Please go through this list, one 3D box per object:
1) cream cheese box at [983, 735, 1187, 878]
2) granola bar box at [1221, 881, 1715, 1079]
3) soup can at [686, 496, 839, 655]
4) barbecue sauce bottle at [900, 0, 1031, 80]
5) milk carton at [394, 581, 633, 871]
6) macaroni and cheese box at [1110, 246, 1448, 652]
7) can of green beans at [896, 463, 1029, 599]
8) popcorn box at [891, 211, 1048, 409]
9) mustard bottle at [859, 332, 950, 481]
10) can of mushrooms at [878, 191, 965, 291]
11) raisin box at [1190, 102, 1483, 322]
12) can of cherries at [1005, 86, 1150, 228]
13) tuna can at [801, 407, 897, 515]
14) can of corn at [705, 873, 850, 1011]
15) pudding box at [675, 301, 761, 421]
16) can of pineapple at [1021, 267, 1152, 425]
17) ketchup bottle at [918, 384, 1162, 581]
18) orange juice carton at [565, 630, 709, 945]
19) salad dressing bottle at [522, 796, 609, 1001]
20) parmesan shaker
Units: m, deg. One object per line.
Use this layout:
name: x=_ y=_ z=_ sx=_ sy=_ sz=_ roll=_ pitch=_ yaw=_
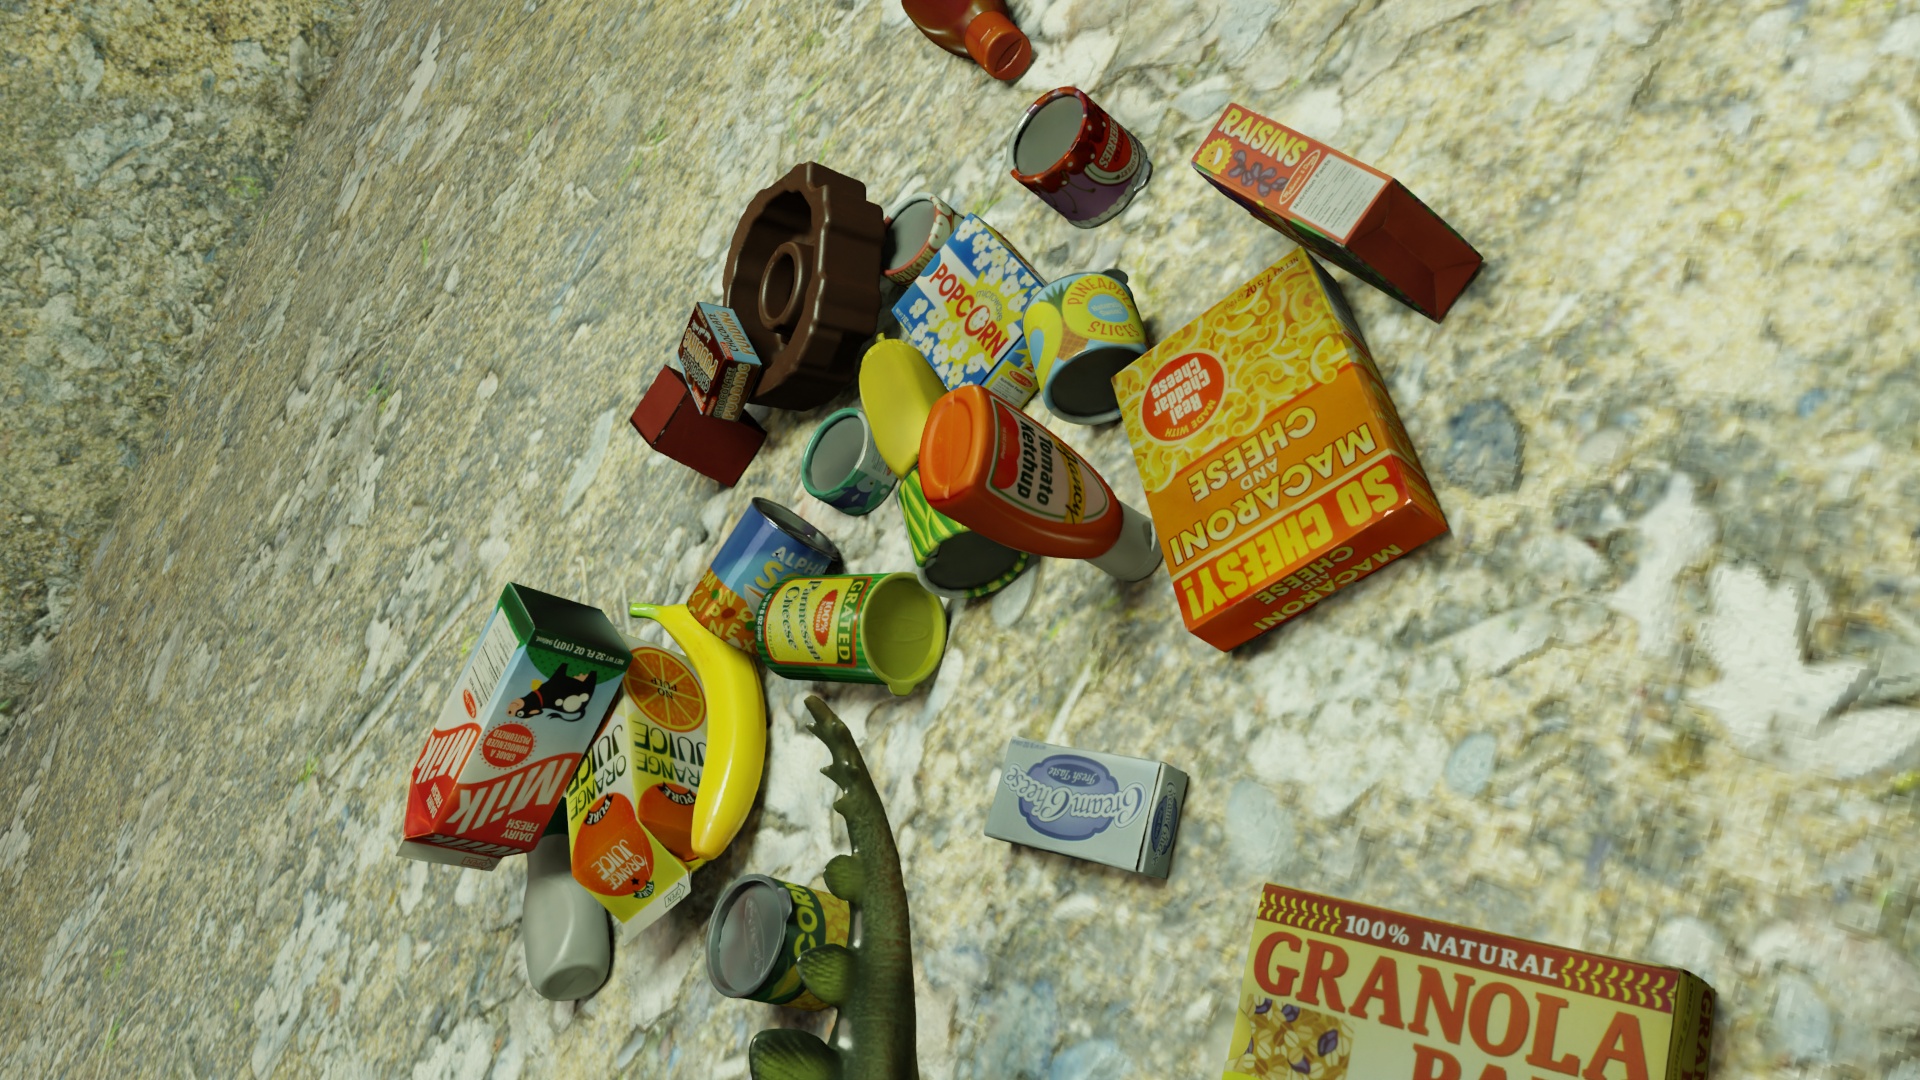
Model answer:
cream cheese box: x=0.060 y=0.130 z=0.686 sx=0.103 sy=0.024 sz=0.053 roll=1 pitch=70 yaw=46
granola bar box: x=0.177 y=0.204 z=0.513 sx=0.165 sy=0.039 sz=0.124 roll=0 pitch=68 yaw=46
soup can: x=-0.128 y=0.025 z=0.908 sx=0.083 sy=0.071 sz=0.071 roll=-56 pitch=41 yaw=7
barbecue sauce bottle: x=0.006 y=-0.381 z=1.012 sx=0.064 sy=0.043 sz=0.149 roll=-47 pitch=43 yaw=17
milk carton: x=-0.295 y=0.132 z=0.904 sx=0.073 sy=0.072 sz=0.190 roll=39 pitch=102 yaw=51
macaroni and cheese box: x=0.149 y=-0.046 z=0.680 sx=0.123 sy=0.040 sz=0.167 roll=-34 pitch=47 yaw=28
can of green beans: x=0.001 y=-0.009 z=0.792 sx=0.071 sy=0.071 sz=0.058 roll=-39 pitch=46 yaw=25
popcorn box: x=0.016 y=-0.139 z=0.871 sx=0.085 sy=0.038 sz=0.127 roll=-50 pitch=42 yaw=16
mustard bottle: x=-0.032 y=-0.086 z=0.876 sx=0.048 sy=0.065 sz=0.161 roll=-42 pitch=38 yaw=14
can of mushrooms: x=-0.028 y=-0.202 z=0.955 sx=0.071 sy=0.033 sz=0.071 roll=-23 pitch=53 yaw=35
raisin box: x=0.180 y=-0.161 z=0.677 sx=0.040 sy=0.086 sz=0.124 roll=-56 pitch=41 yaw=14
can of cherries: x=0.072 y=-0.236 z=0.851 sx=0.071 sy=0.058 sz=0.072 roll=-24 pitch=53 yaw=36
tuna can: x=-0.074 y=-0.052 z=0.919 sx=0.071 sy=0.033 sz=0.071 roll=-23 pitch=53 yaw=35
can of corn: x=-0.096 y=0.222 z=0.769 sx=0.071 sy=0.058 sz=0.071 roll=-24 pitch=53 yaw=36
pudding box: x=-0.171 y=-0.126 z=0.978 sx=0.049 sy=0.030 sz=0.084 roll=-62 pitch=37 yaw=27
can of pineapple: x=0.072 y=-0.107 z=0.772 sx=0.070 sy=0.071 sz=0.058 roll=-36 pitch=48 yaw=27
ketchup bottle: x=0.044 y=-0.020 z=0.690 sx=0.043 sy=0.148 sz=0.065 roll=-19 pitch=57 yaw=39
orange juice carton: x=-0.208 y=0.161 z=0.906 sx=0.071 sy=0.073 sz=0.193 roll=-41 pitch=45 yaw=24
salad dressing bottle: x=-0.276 y=0.242 z=0.956 sx=0.064 sy=0.044 sz=0.148 roll=-47 pitch=41 yaw=19
parmesan shaker: x=-0.068 y=0.055 z=0.827 sx=0.103 sy=0.071 sz=0.071 roll=-4 pitch=66 yaw=45
